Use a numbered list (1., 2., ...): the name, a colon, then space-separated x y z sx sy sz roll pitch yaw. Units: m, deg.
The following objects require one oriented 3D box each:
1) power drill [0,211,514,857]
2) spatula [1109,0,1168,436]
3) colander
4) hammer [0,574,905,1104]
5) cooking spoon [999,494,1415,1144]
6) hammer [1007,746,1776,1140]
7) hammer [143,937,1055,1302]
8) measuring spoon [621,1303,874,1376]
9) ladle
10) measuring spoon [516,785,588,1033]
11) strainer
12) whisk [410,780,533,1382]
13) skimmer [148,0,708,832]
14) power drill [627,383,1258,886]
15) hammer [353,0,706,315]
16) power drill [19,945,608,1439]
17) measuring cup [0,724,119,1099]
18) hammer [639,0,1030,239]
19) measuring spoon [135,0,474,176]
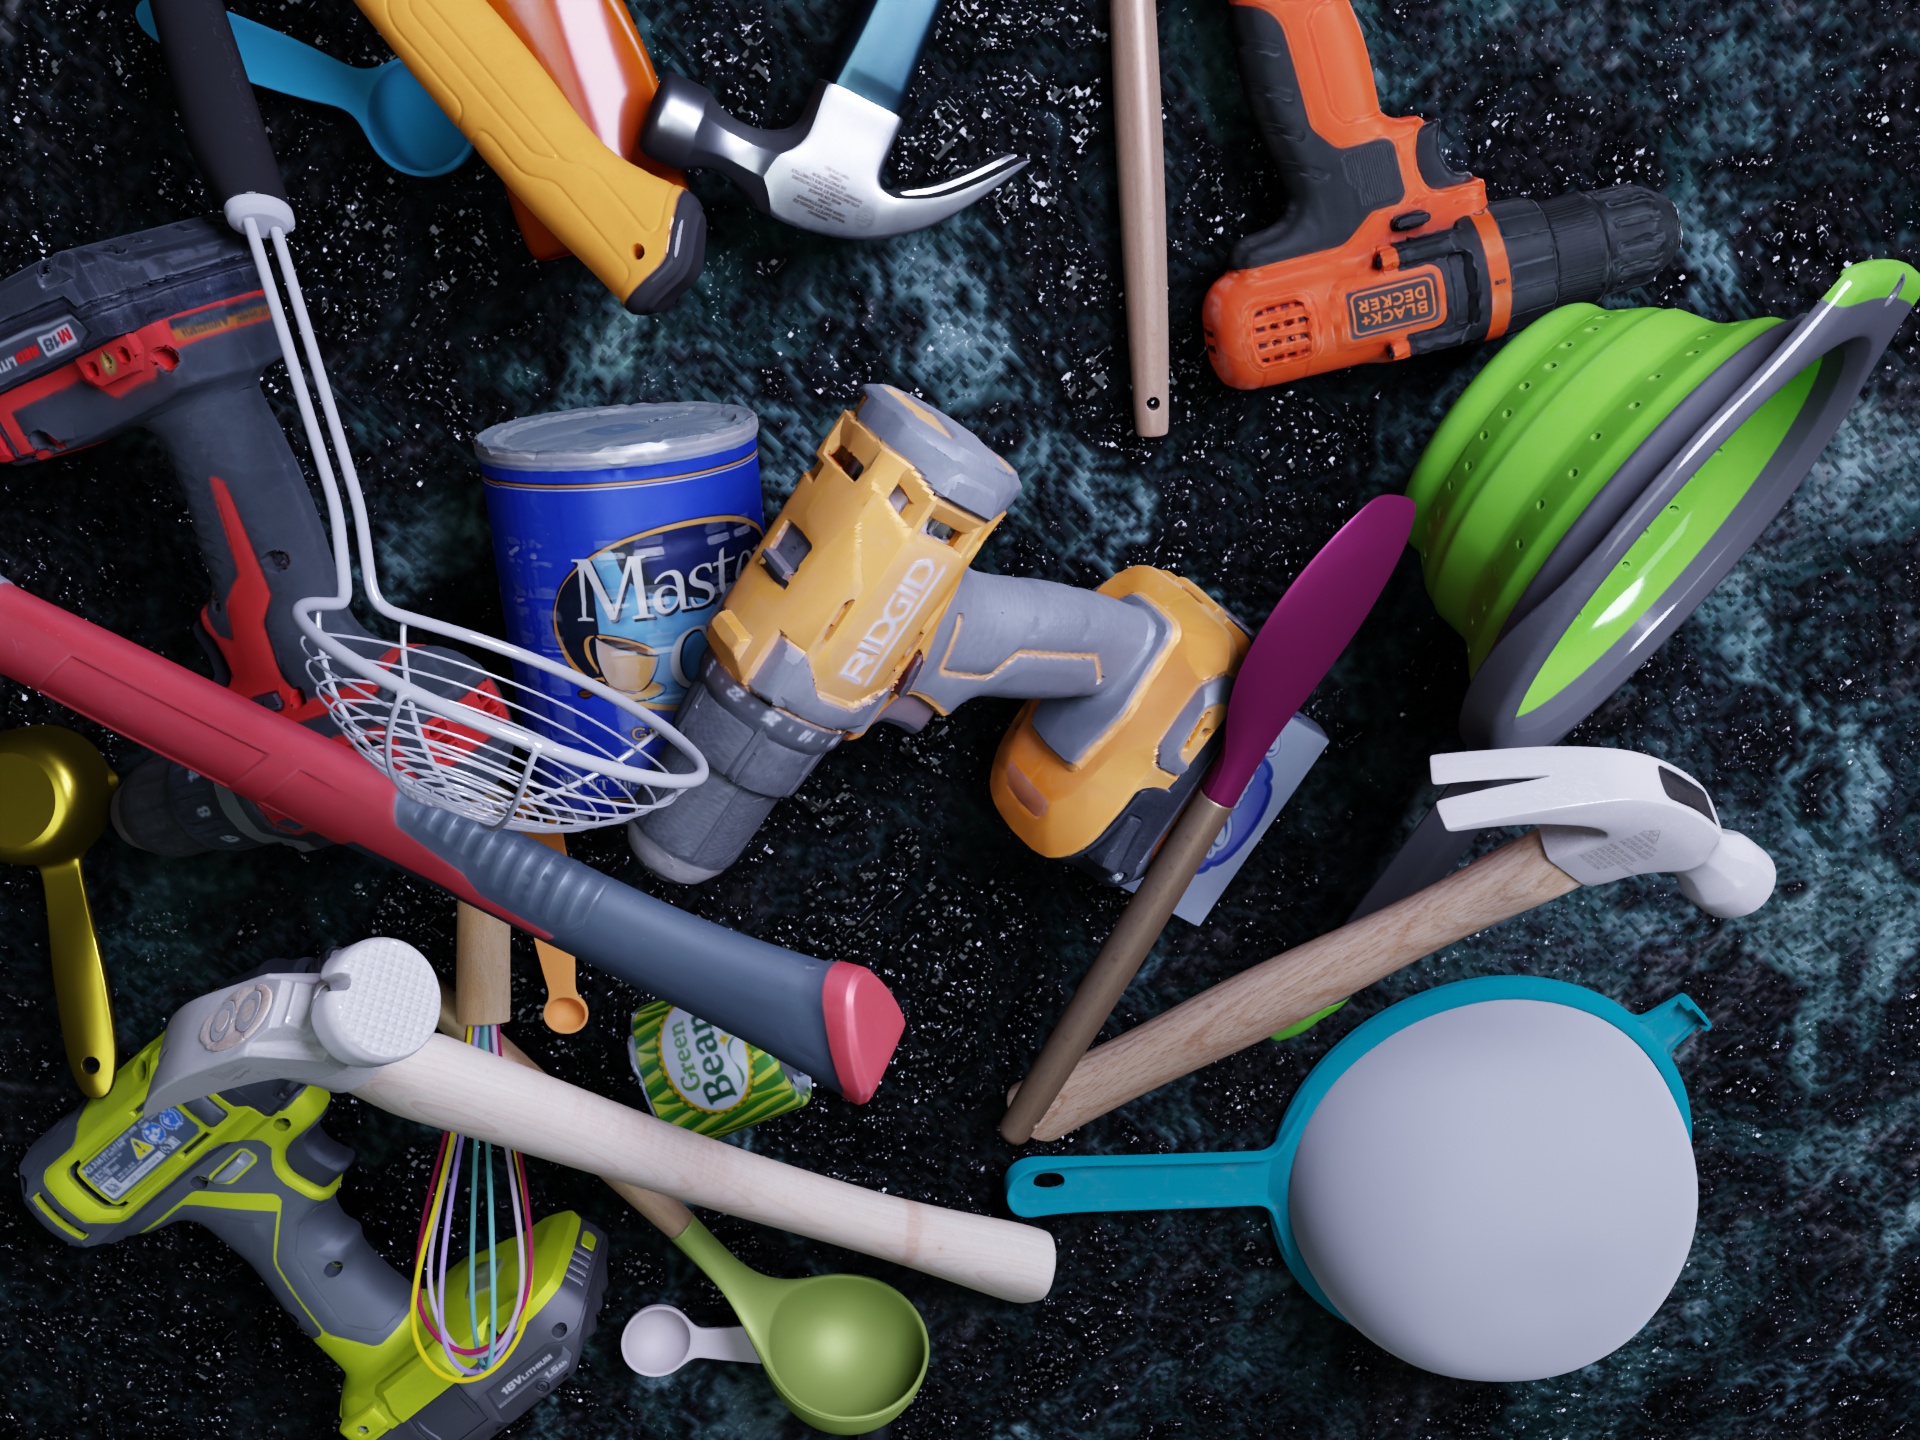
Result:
1. power drill: -0.287 -0.050 0.592 0.188 0.080 0.226 -13 111 26
2. spatula: 0.062 -0.263 0.589 0.060 0.018 0.315 -5 109 2
3. colander: 0.205 -0.027 0.645 0.095 0.204 0.397 44 126 25
4. hammer: -0.203 0.042 0.548 0.386 0.038 0.143 25 126 5
5. cooking spoon: 0.090 0.051 0.628 0.068 0.017 0.318 -4 128 -50
6. hammer: 0.142 0.103 0.645 0.130 0.031 0.331 31 131 -31
7. hammer: -0.108 0.183 0.640 0.146 0.038 0.410 -21 142 35
8. measuring spoon: -0.103 0.302 0.778 0.124 0.018 0.034 7 92 -14
9. ladle: -0.138 0.207 0.720 0.062 0.078 0.320 -35 104 32
10. measuring spoon: -0.179 0.083 0.697 0.021 0.011 0.117 -5 106 -3
11. strainer: 0.194 0.232 0.733 0.340 0.095 0.211 0 109 -6
12. whisk: -0.200 0.147 0.655 0.047 0.051 0.245 0 85 -15
13. skimmer: -0.186 -0.125 0.506 0.090 0.127 0.363 -27 76 18
14. power drill: -0.001 -0.002 0.590 0.226 0.084 0.185 21 109 -45
15. hammer: -0.212 -0.264 0.521 0.127 0.034 0.337 -41 95 8
16. power drill: -0.269 0.215 0.701 0.171 0.080 0.223 -39 105 9
17. measuring cup: -0.368 0.079 0.643 0.062 0.029 0.156 -11 90 0
18. hammer: 0.014 -0.320 0.534 0.128 0.033 0.331 20 107 -23
19. measuring spoon: -0.235 -0.234 0.579 0.128 0.021 0.042 20 99 -2
